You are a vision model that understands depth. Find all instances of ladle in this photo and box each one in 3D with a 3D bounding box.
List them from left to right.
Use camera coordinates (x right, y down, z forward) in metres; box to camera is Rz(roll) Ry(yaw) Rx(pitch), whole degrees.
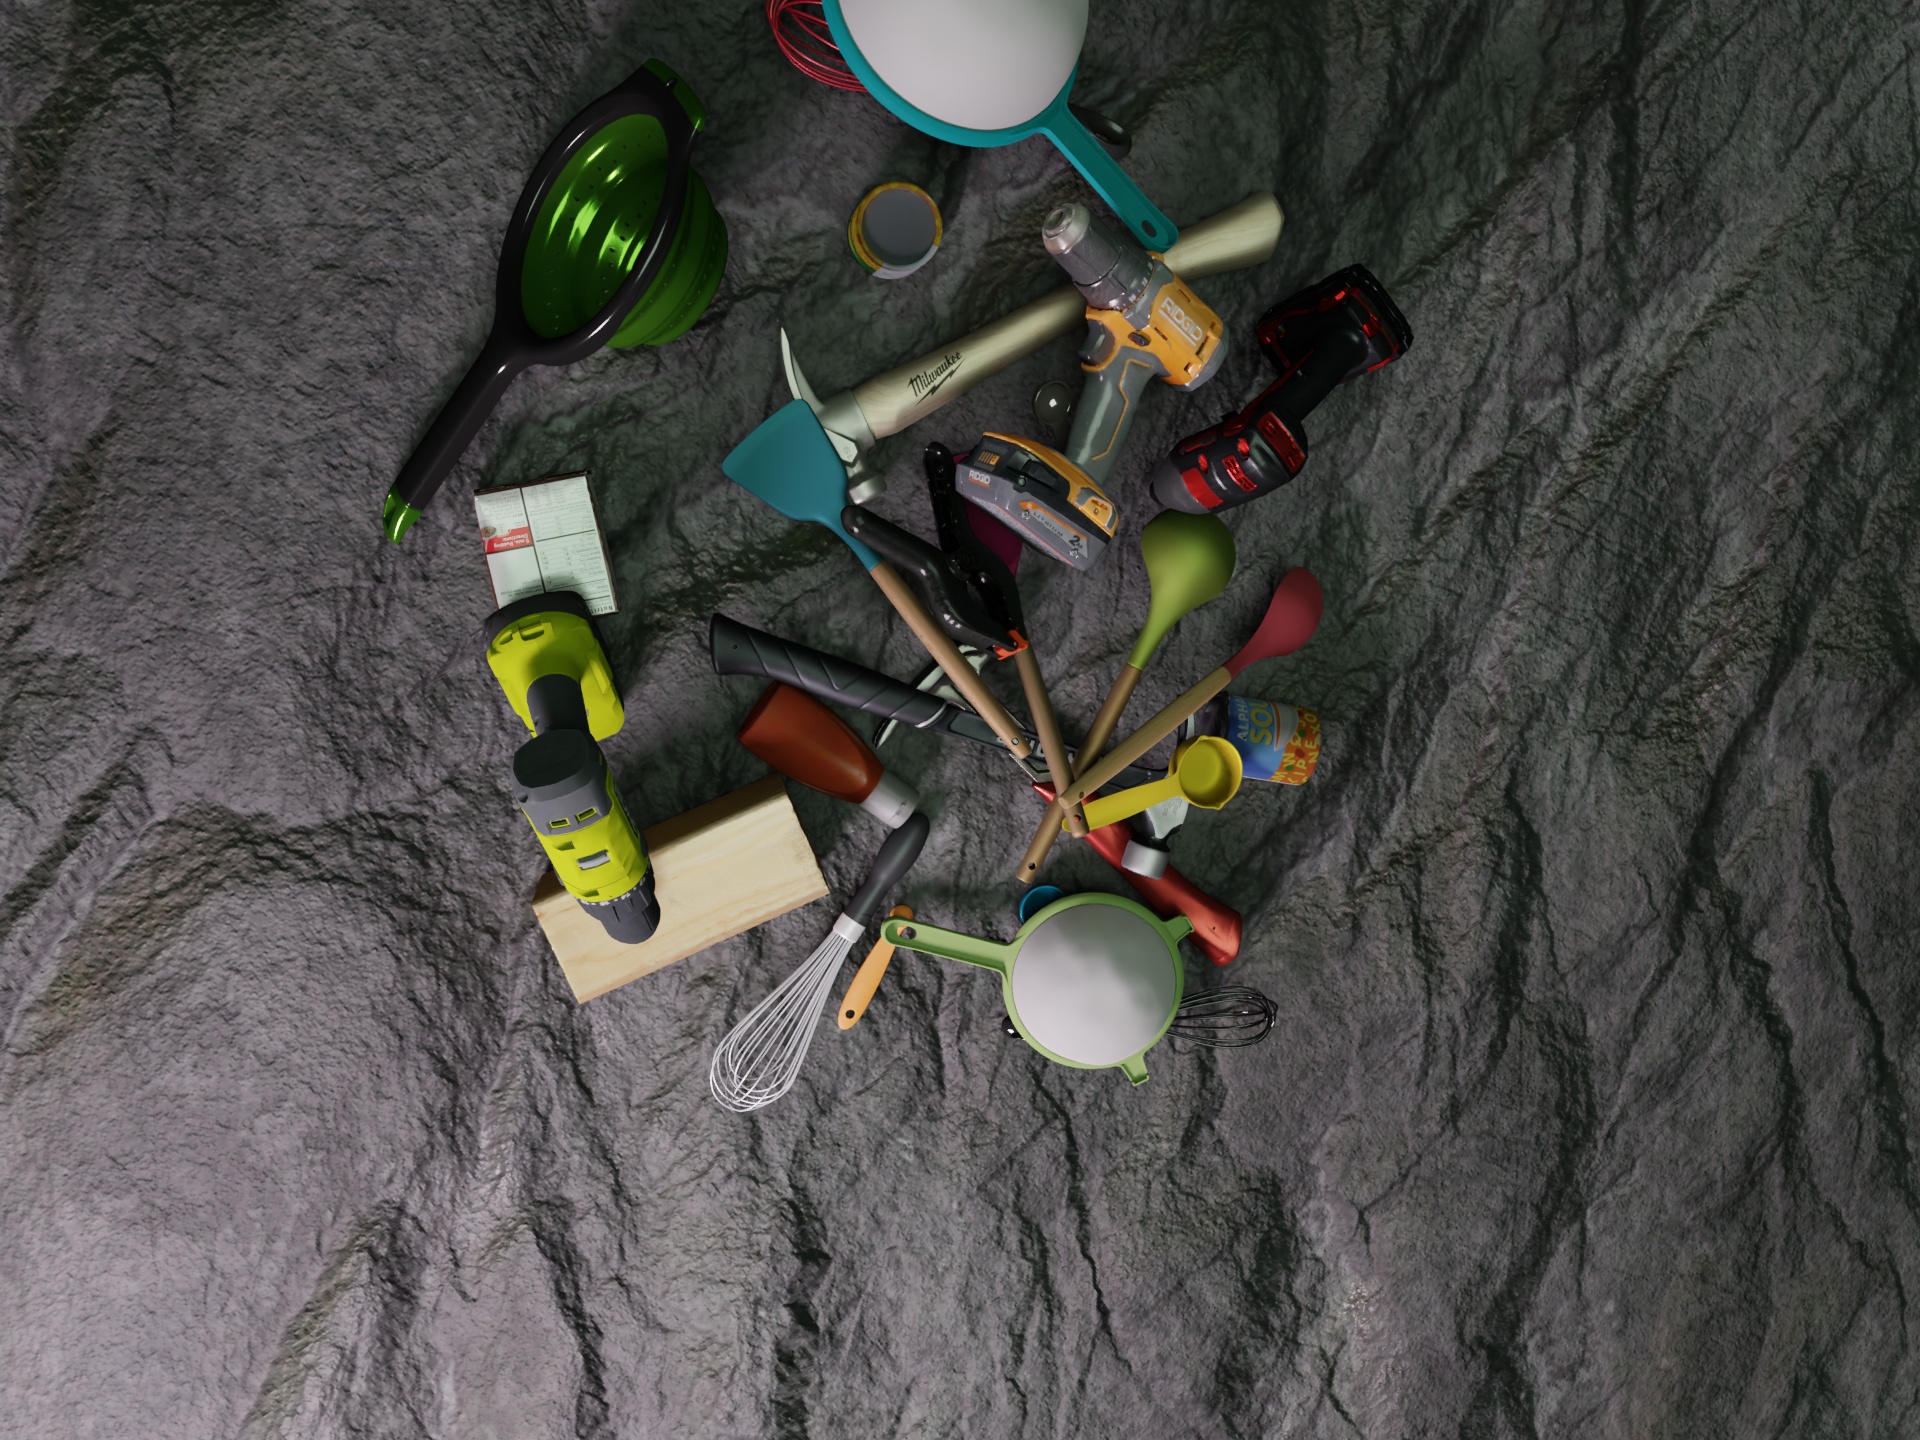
[{"bbox_3d":[0.120,-0.019,1.235,0.078,0.062,0.320,27,93,-10],"label":"ladle"},{"bbox_3d":[0.189,-0.024,1.250,0.315,0.031,0.069,-37,127,-25],"label":"ladle"}]

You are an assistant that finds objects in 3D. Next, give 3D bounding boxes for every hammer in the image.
[{"bbox_3d":[-0.002,-0.004,1.244,0.408,0.036,0.149,19,93,-13],"label":"hammer"},{"bbox_3d":[0.061,-0.320,1.238,0.410,0.038,0.146,-27,102,-5],"label":"hammer"},{"bbox_3d":[0.098,0.082,1.313,0.149,0.037,0.359,-45,103,0],"label":"hammer"}]

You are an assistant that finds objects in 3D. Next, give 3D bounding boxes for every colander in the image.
[{"bbox_3d":[-0.283,-0.276,1.155,0.094,0.205,0.397,22,115,-46],"label":"colander"}]

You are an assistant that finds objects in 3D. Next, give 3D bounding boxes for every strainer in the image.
[{"bbox_3d":[0.060,0.206,1.284,0.256,0.069,0.151,15,98,-4],"label":"strainer"},{"bbox_3d":[0.057,-0.481,1.138,0.340,0.095,0.211,45,65,-12],"label":"strainer"}]

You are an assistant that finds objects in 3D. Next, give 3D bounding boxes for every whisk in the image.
[{"bbox_3d":[-0.108,0.195,1.290,0.070,0.070,0.284,35,87,-14],"label":"whisk"},{"bbox_3d":[-0.004,-0.479,1.190,0.295,0.073,0.073,15,97,-18],"label":"whisk"},{"bbox_3d":[0.153,0.255,1.351,0.239,0.055,0.055,-1,100,-5],"label":"whisk"}]

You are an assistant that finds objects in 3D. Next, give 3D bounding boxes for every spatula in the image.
[{"bbox_3d":[-0.050,-0.096,1.203,0.082,0.044,0.317,-39,90,7],"label":"spatula"}]

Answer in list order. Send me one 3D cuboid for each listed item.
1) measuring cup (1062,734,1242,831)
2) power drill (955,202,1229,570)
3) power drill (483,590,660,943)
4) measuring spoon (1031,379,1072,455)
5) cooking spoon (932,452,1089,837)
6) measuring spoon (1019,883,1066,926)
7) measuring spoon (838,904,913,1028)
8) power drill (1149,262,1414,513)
[{"bbox_3d":[0.146,0.055,1.246,0.156,0.029,0.062,-19,103,-14],"label":"measuring cup"},{"bbox_3d":[0.087,-0.249,1.177,0.185,0.084,0.226,32,88,-40],"label":"power drill"},{"bbox_3d":[-0.272,0.035,1.139,0.080,0.229,0.190,-19,137,-6],"label":"power drill"},{"bbox_3d":[0.080,-0.214,1.253,0.034,0.018,0.124,-34,130,-16],"label":"measuring spoon"},{"bbox_3d":[0.045,-0.061,1.231,0.068,0.017,0.319,-15,78,-9],"label":"cooking spoon"},{"bbox_3d":[0.106,0.163,1.342,0.128,0.021,0.042,13,101,-21],"label":"measuring spoon"},{"bbox_3d":[-0.071,0.206,1.317,0.021,0.011,0.117,27,94,-13],"label":"measuring spoon"},{"bbox_3d":[0.235,-0.239,1.205,0.078,0.143,0.220,48,62,-15],"label":"power drill"}]
